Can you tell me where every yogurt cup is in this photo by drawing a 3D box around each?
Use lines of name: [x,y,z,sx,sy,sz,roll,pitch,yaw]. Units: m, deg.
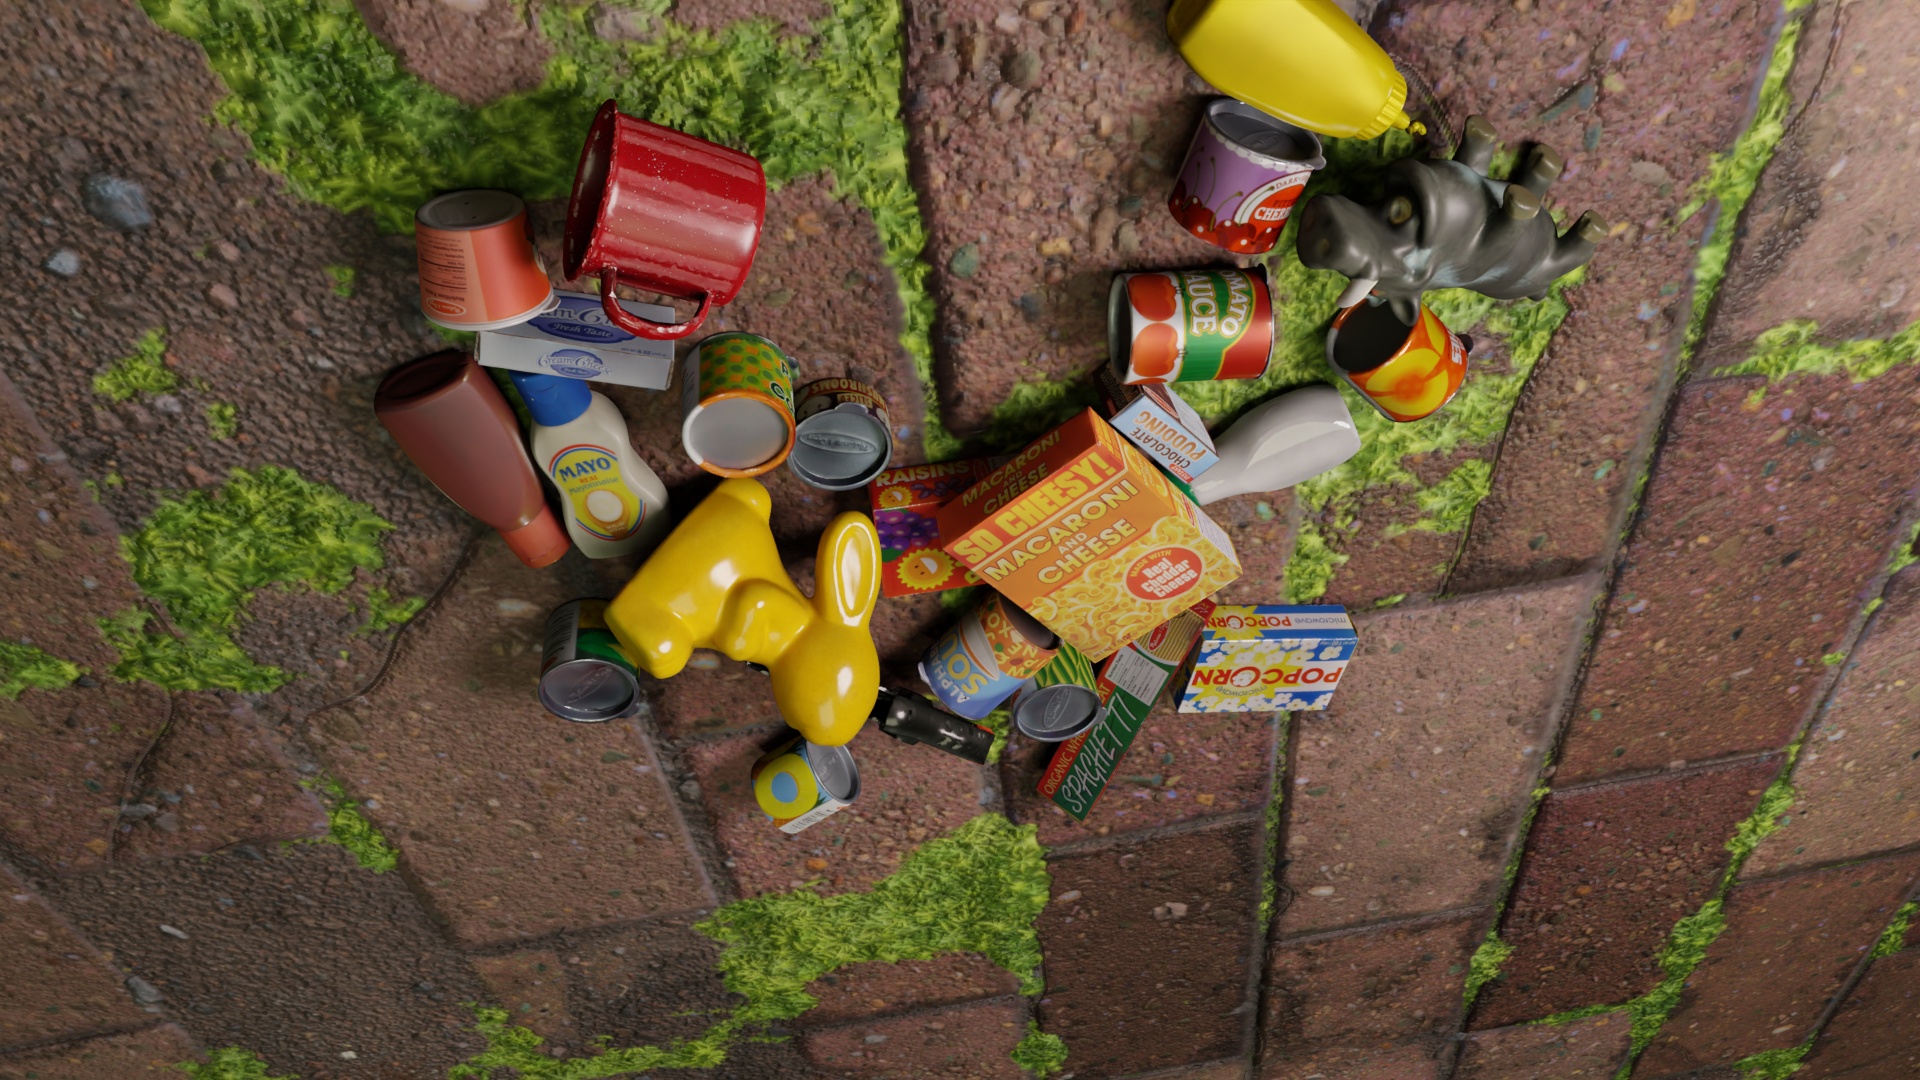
yogurt cup: [-0.251,-0.148,0.725,0.072,0.073,0.053,-4,126,-7]

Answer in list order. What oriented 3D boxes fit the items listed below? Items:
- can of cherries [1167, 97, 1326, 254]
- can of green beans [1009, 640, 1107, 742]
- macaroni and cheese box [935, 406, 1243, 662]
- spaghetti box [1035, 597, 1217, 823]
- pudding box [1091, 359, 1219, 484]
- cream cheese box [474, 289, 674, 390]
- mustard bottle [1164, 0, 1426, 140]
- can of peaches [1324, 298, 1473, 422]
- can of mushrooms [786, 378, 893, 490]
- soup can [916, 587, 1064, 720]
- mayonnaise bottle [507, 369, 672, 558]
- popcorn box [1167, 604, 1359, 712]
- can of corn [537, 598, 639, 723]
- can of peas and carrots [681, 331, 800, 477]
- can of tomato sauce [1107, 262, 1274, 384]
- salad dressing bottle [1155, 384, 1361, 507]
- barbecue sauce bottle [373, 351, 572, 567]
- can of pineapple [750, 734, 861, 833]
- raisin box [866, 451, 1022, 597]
can of cherries: [0.154,-0.195,0.750,0.071,0.072,0.058,7,132,-17]
can of green beans: [0.068,0.108,1.038,0.071,0.058,0.071,-5,134,-5]
macaroni and cheese box: [0.084,0.001,0.894,0.123,0.040,0.166,-34,131,22]
spaghetti box: [0.122,0.126,1.070,0.050,0.029,0.248,34,131,14]
pudding box: [0.123,-0.078,0.874,0.030,0.050,0.083,-38,129,22]
cream cheese box: [-0.212,-0.114,0.771,0.104,0.053,0.024,7,130,-17]
mustard bottle: [0.183,-0.246,0.722,0.160,0.049,0.065,20,127,-28]
can of peaches: [0.269,-0.116,0.853,0.058,0.071,0.071,32,121,-33]
can of mushrooms: [-0.075,-0.067,0.858,0.071,0.033,0.070,-5,134,-5]
soup can: [0.021,0.078,0.993,0.071,0.072,0.083,27,123,-31]
mayonnaise bottle: [-0.225,-0.053,0.836,0.065,0.041,0.147,-15,135,1]
popcorn box: [0.230,0.091,1.066,0.127,0.038,0.084,0,134,-11]
can of corn: [-0.251,0.083,0.953,0.071,0.058,0.070,-6,134,-6]
can of peas and carrots: [-0.128,-0.079,0.818,0.071,0.059,0.070,-5,135,-5]
can of tomato sauce: [0.134,-0.127,0.815,0.083,0.071,0.070,-4,134,-6]
salad dressing bottle: [0.186,-0.053,0.915,0.147,0.044,0.064,-23,135,14]
barbecue sauce bottle: [-0.284,-0.043,0.834,0.065,0.044,0.148,-18,135,5]
can of pineapple: [-0.120,0.183,1.072,0.057,0.071,0.071,-31,131,19]
raisin box: [0.003,-0.012,0.923,0.123,0.040,0.085,-9,136,-4]
